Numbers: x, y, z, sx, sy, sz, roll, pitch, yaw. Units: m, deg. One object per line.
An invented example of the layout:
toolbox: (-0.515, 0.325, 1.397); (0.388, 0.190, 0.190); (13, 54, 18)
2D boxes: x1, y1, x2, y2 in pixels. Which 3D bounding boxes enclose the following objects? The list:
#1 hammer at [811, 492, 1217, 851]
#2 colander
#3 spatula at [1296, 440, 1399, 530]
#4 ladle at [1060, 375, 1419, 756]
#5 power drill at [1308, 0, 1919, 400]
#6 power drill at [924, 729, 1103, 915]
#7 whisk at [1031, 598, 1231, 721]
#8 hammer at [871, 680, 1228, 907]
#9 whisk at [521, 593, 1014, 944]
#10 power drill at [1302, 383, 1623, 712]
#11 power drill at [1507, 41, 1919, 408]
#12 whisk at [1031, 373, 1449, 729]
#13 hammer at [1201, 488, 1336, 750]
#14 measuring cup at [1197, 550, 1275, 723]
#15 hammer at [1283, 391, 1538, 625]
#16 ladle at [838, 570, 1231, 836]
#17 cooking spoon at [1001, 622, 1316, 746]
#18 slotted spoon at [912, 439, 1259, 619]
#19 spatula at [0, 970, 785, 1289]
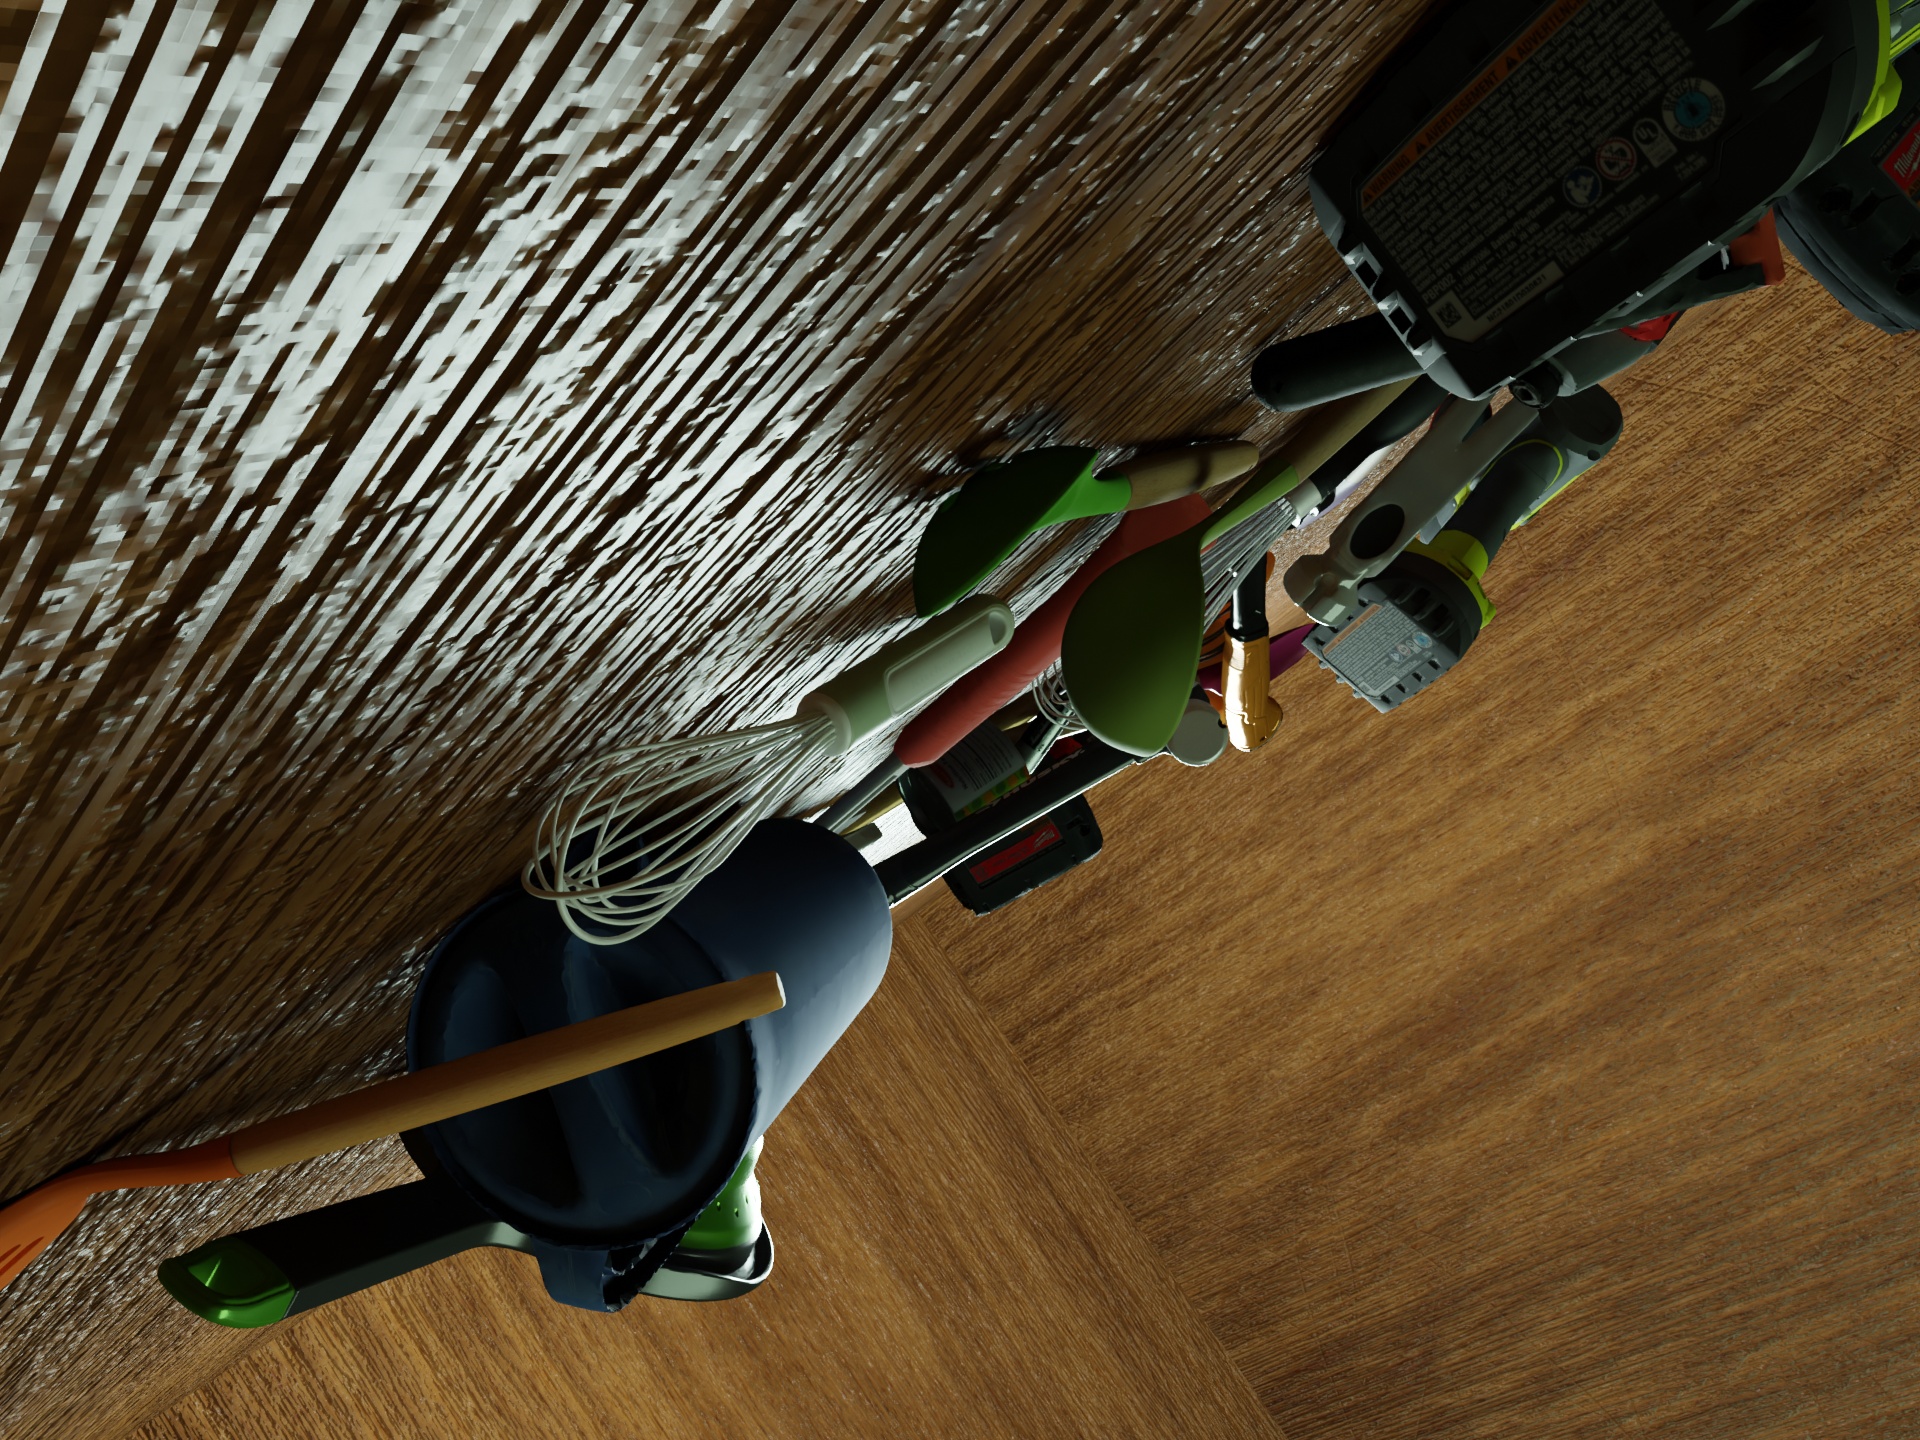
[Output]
hammer: (-0.001, -0.003, 0.790); (0.149, 0.037, 0.359); (-28, 171, -49)
colander: (-0.188, 0.182, 0.716); (0.094, 0.204, 0.397); (-62, 163, 2)
spatula: (0.265, -0.170, 1.041); (0.060, 0.018, 0.316); (-37, 175, 0)
ladle: (0.154, -0.105, 0.635); (0.320, 0.062, 0.078); (-42, 179, -21)
power drill: (0.203, -0.177, 0.427); (0.223, 0.080, 0.171); (-35, 179, -32)
power drill: (0.074, 0.047, 1.210); (0.188, 0.080, 0.227); (-30, -174, 17)
whisk: (0.106, -0.028, 1.125); (0.239, 0.055, 0.055); (-33, 174, 9)
hammer: (-0.011, 0.071, 0.879); (0.335, 0.035, 0.146); (-31, -171, 4)
whisk: (-0.052, 0.004, 0.549); (0.059, 0.057, 0.246); (3, -156, 36)
power drill: (0.331, -0.115, 1.076); (0.228, 0.080, 0.190); (-47, 177, -26)
power drill: (0.302, -0.191, 0.613); (0.143, 0.078, 0.220); (-49, -171, -4)
whisk: (0.151, -0.096, 0.828); (0.284, 0.070, 0.070); (-40, 174, -2)
hammer: (0.179, -0.045, 1.023); (0.127, 0.034, 0.336); (-37, 157, -4)
measuring cup: (0.194, -0.071, 1.200); (0.174, 0.095, 0.052); (-54, 167, -15)
hammer: (0.283, -0.162, 0.919); (0.143, 0.038, 0.386); (-50, 175, 30)
ladle: (0.052, -0.016, 1.024); (0.315, 0.031, 0.069); (-34, 171, -2)
cooking spoon: (0.141, -0.021, 1.083); (0.319, 0.017, 0.068); (-17, 149, -38)
slotted spoon: (0.061, -0.084, 0.573); (0.070, 0.031, 0.314); (-39, 175, 28)
spatula: (-0.211, 0.144, 0.524); (0.322, 0.041, 0.081); (-17, 173, -1)
